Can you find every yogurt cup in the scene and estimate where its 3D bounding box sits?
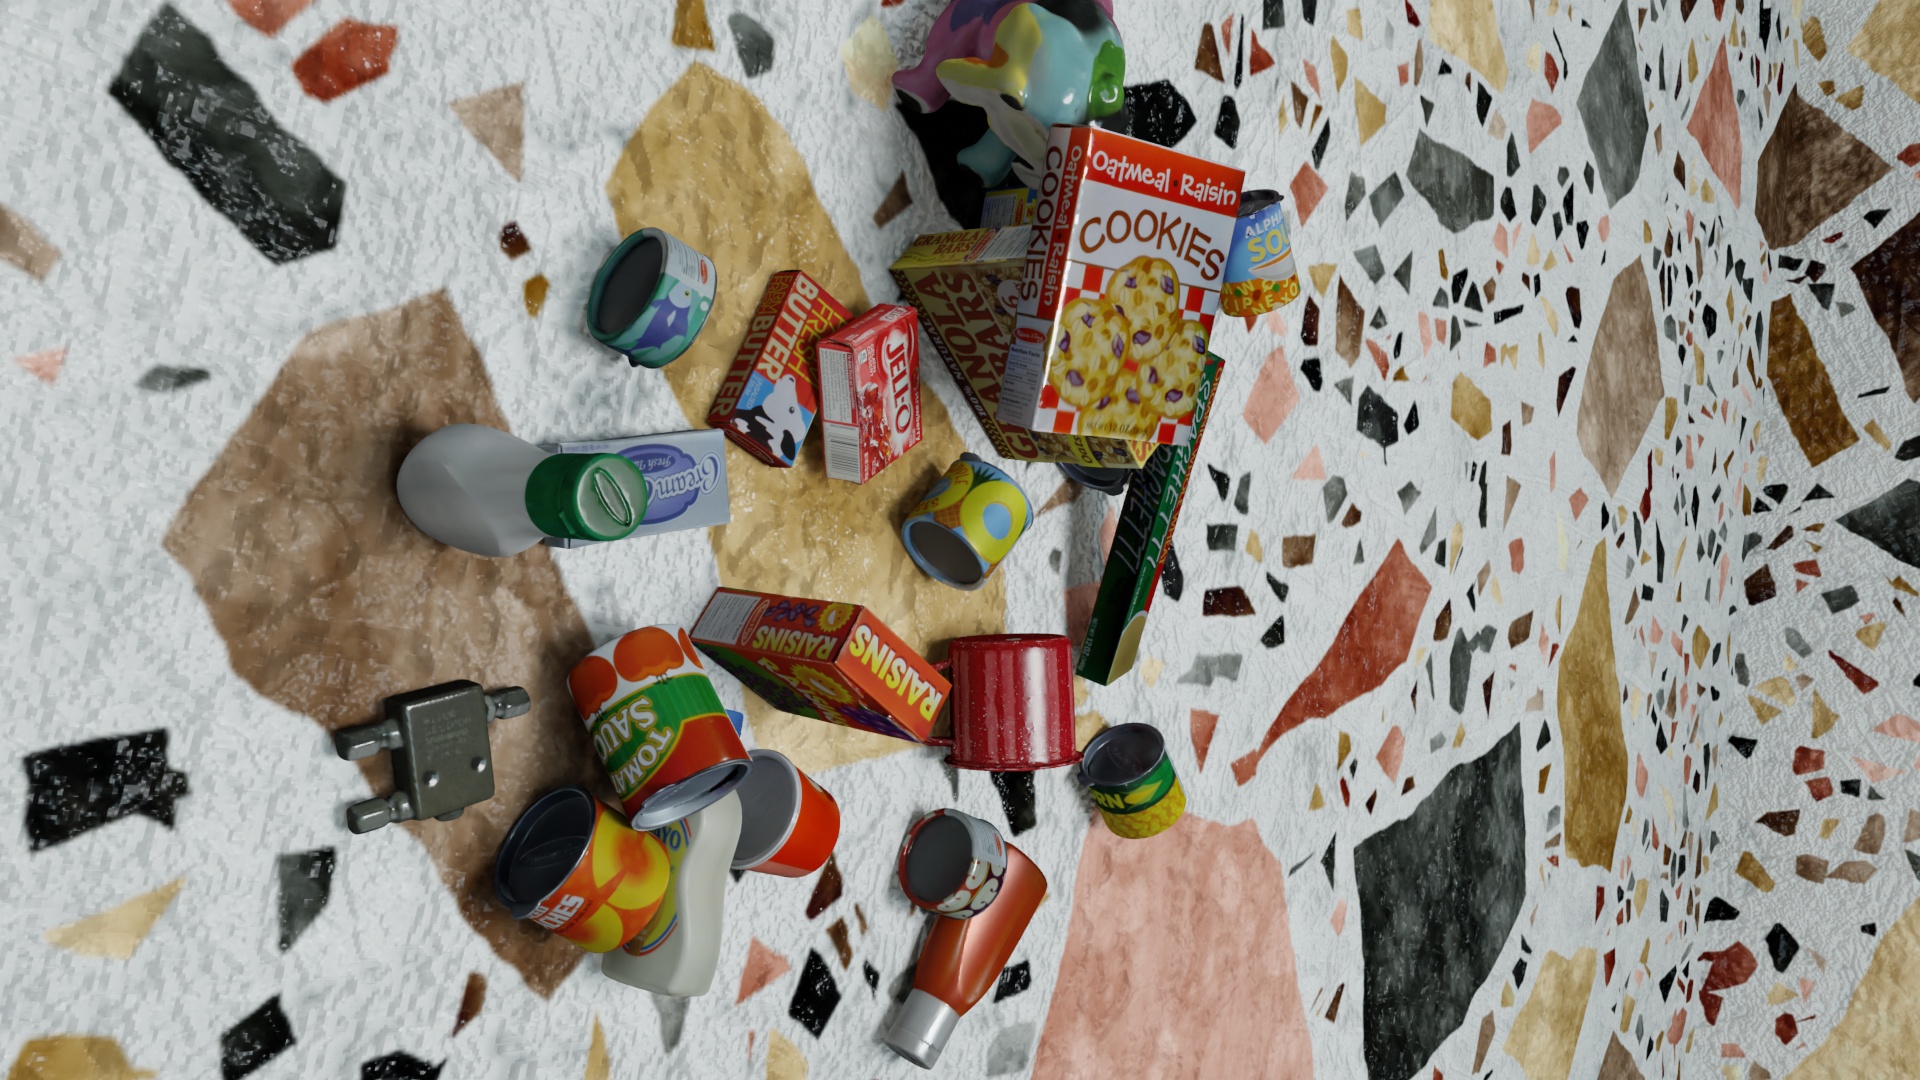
[{"bbox_3d":[-0.105,0.158,0.786,0.054,0.072,0.072,41,64,-49],"label":"yogurt cup"}]

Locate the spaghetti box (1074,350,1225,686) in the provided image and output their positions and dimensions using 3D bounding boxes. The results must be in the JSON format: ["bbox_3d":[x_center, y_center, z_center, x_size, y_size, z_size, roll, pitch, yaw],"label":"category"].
[{"bbox_3d":[0.133,-0.015,0.984,0.050,0.029,0.249,-21,130,-58],"label":"spaghetti box"}]

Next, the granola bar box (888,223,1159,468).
[{"bbox_3d":[0.043,-0.119,0.878,0.039,0.124,0.165,-52,127,-27],"label":"granola bar box"}]

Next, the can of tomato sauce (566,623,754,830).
[{"bbox_3d":[-0.153,0.093,0.701,0.071,0.071,0.083,-11,63,-46],"label":"can of tomato sauce"}]

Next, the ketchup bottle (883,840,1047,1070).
[{"bbox_3d":[0.002,0.274,0.921,0.064,0.043,0.149,53,56,-34],"label":"ketchup bottle"}]

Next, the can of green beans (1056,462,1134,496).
[{"bbox_3d":[0.104,-0.078,0.989,0.058,0.071,0.071,-51,127,-32],"label":"can of green beans"}]

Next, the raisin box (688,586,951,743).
[{"bbox_3d":[-0.078,0.067,0.763,0.086,0.123,0.040,47,60,-38],"label":"raisin box"}]

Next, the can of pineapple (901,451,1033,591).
[{"bbox_3d":[0.003,-0.011,0.887,0.058,0.071,0.070,-51,127,-31],"label":"can of pineapple"}]

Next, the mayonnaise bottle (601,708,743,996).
[{"bbox_3d":[-0.148,0.162,0.742,0.041,0.064,0.148,25,71,-52],"label":"mayonnaise bottle"}]

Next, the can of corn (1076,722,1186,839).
[{"bbox_3d":[0.127,0.180,1.032,0.071,0.071,0.058,-46,124,-34],"label":"can of corn"}]

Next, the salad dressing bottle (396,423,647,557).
[{"bbox_3d":[-0.195,-0.021,0.615,0.044,0.147,0.064,-45,124,-35],"label":"salad dressing bottle"}]

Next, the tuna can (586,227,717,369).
[{"bbox_3d":[-0.159,-0.122,0.708,0.033,0.071,0.071,28,73,-43],"label":"tuna can"}]

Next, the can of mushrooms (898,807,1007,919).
[{"bbox_3d":[-0.007,0.209,0.892,0.033,0.071,0.071,33,69,-43],"label":"can of mushrooms"}]

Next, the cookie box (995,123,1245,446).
[{"bbox_3d":[0.092,-0.144,0.800,0.123,0.040,0.167,3,102,-37],"label":"cookie box"}]

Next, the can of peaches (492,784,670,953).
[{"bbox_3d":[-0.189,0.166,0.693,0.058,0.071,0.071,47,60,-39],"label":"can of peaches"}]

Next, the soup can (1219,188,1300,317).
[{"bbox_3d":[0.234,-0.230,1.112,0.072,0.071,0.083,-41,122,-37],"label":"soup can"}]

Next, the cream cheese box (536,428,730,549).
[{"bbox_3d":[-0.170,-0.029,0.731,0.104,0.024,0.053,-11,101,-46],"label":"cream cheese box"}]

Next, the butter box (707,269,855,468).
[{"bbox_3d":[-0.102,-0.099,0.799,0.053,0.024,0.104,37,67,-42],"label":"butter box"}]

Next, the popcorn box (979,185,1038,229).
[{"bbox_3d":[0.086,-0.208,0.946,0.127,0.085,0.038,8,89,-47],"label":"popcorn box"}]
